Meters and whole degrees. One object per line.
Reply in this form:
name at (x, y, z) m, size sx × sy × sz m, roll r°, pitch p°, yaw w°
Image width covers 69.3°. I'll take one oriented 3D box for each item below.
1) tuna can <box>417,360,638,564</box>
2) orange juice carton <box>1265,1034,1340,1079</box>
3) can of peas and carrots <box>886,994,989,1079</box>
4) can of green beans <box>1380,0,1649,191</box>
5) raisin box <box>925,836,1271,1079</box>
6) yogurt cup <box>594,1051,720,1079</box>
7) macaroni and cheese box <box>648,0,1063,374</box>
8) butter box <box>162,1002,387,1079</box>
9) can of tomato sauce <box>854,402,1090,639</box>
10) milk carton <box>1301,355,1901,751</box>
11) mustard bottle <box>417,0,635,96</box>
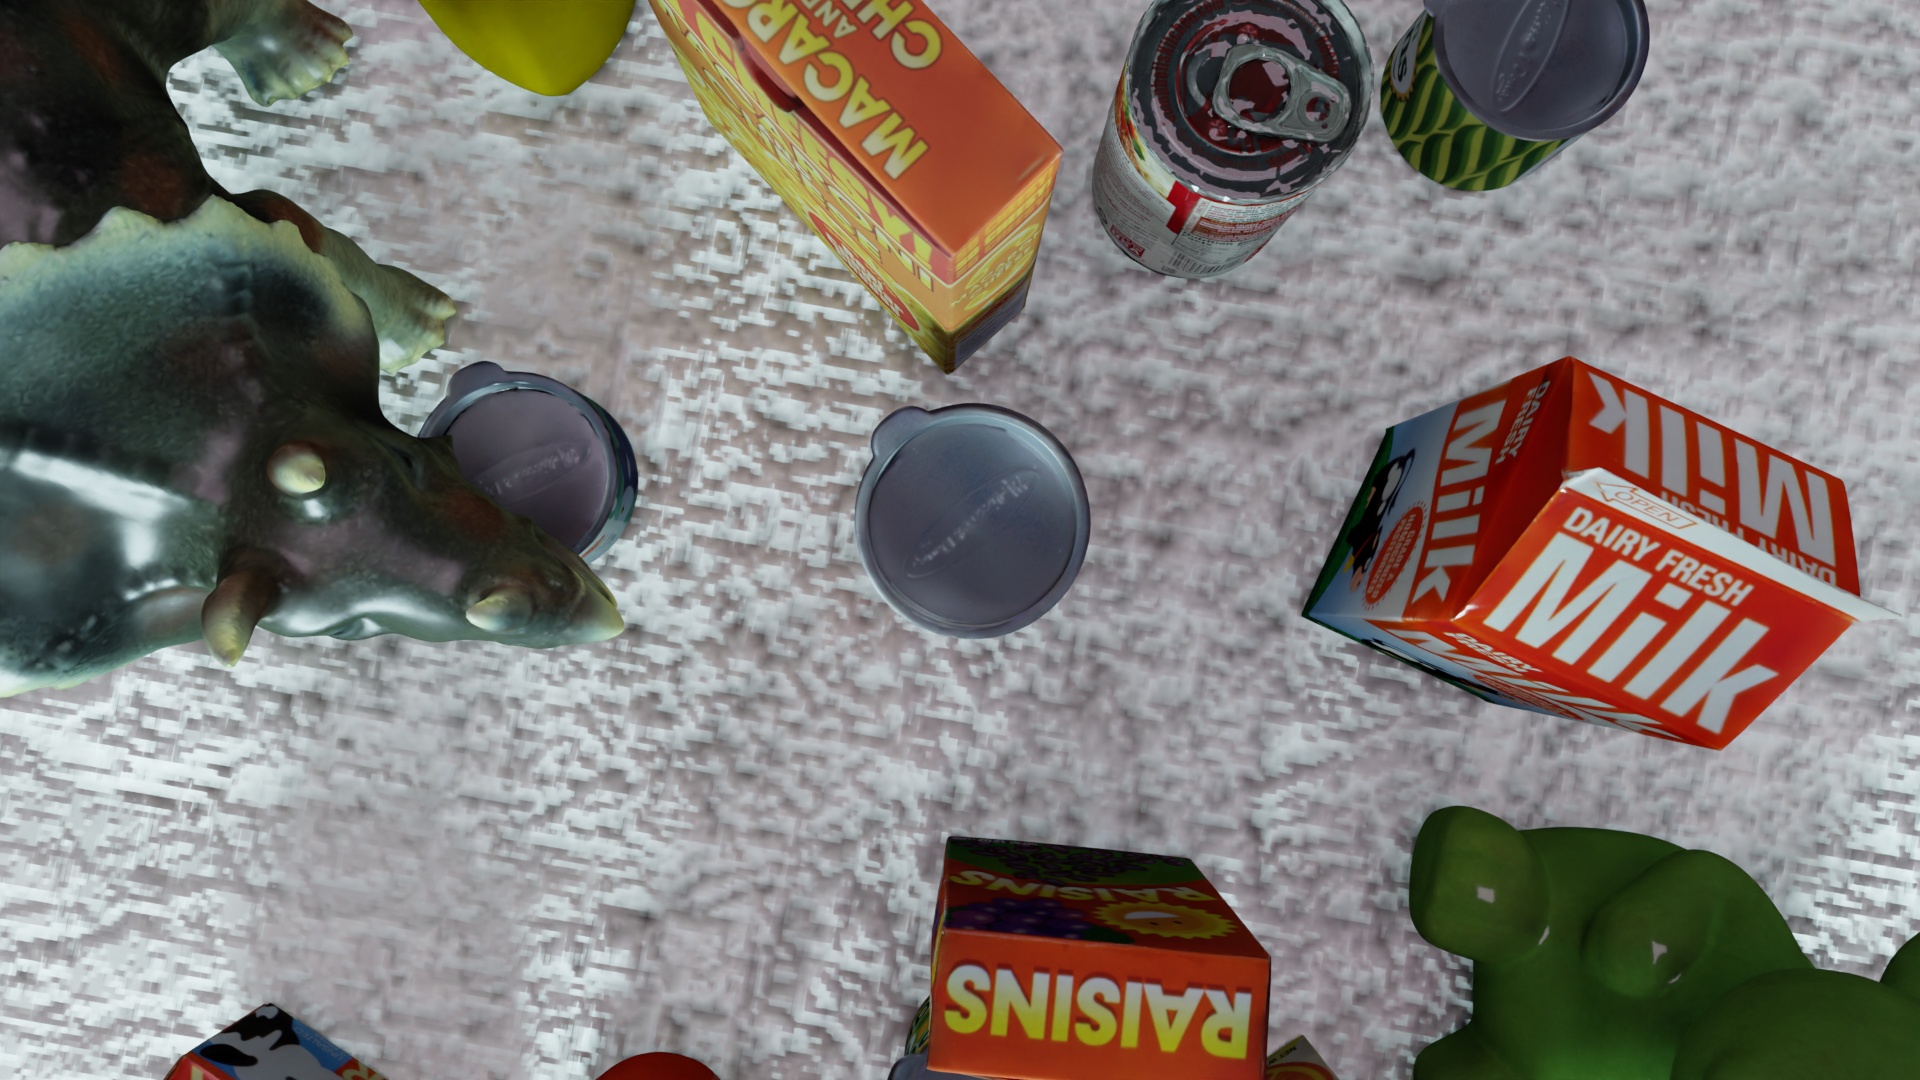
tuna can at (-0.142, -0.023, 0.454) m, size 0.071 × 0.033 × 0.071 m, roll 0°, pitch 88°, yaw 0°
orange juice carton at (0.104, 0.209, 0.365) m, size 0.072 × 0.192 × 0.073 m, roll -32°, pitch 88°, yaw -1°
can of peas and carrots at (0.012, 0.171, 0.433) m, size 0.071 × 0.058 × 0.071 m, roll 0°, pitch 88°, yaw 0°
can of green beans at (0.176, -0.153, 0.450) m, size 0.071 × 0.058 × 0.071 m, roll 0°, pitch 88°, yaw 0°
raisin box at (0.034, 0.120, 0.404) m, size 0.086 × 0.123 × 0.040 m, roll 6°, pitch 88°, yaw 0°
yogurt cup at (-0.100, 0.196, 0.434) m, size 0.072 × 0.054 × 0.072 m, roll 0°, pitch 88°, yaw 0°
macaroni and cheese box at (-0.032, -0.114, 0.392) m, size 0.040 × 0.166 × 0.124 m, roll -43°, pitch 89°, yaw -1°
butter box at (-0.193, 0.188, 0.434) m, size 0.103 × 0.053 × 0.024 m, roll 33°, pitch 88°, yaw 1°
can of tomato sauce at (0.002, -0.005, 0.429) m, size 0.071 × 0.083 × 0.071 m, roll 0°, pitch 88°, yaw 0°
milk carton at (0.160, 0.004, 0.376) m, size 0.072 × 0.190 × 0.073 m, roll 25°, pitch 88°, yaw 1°
mustard bottle at (-0.136, -0.181, 0.398) m, size 0.049 × 0.160 × 0.065 m, roll 33°, pitch 88°, yaw 1°
